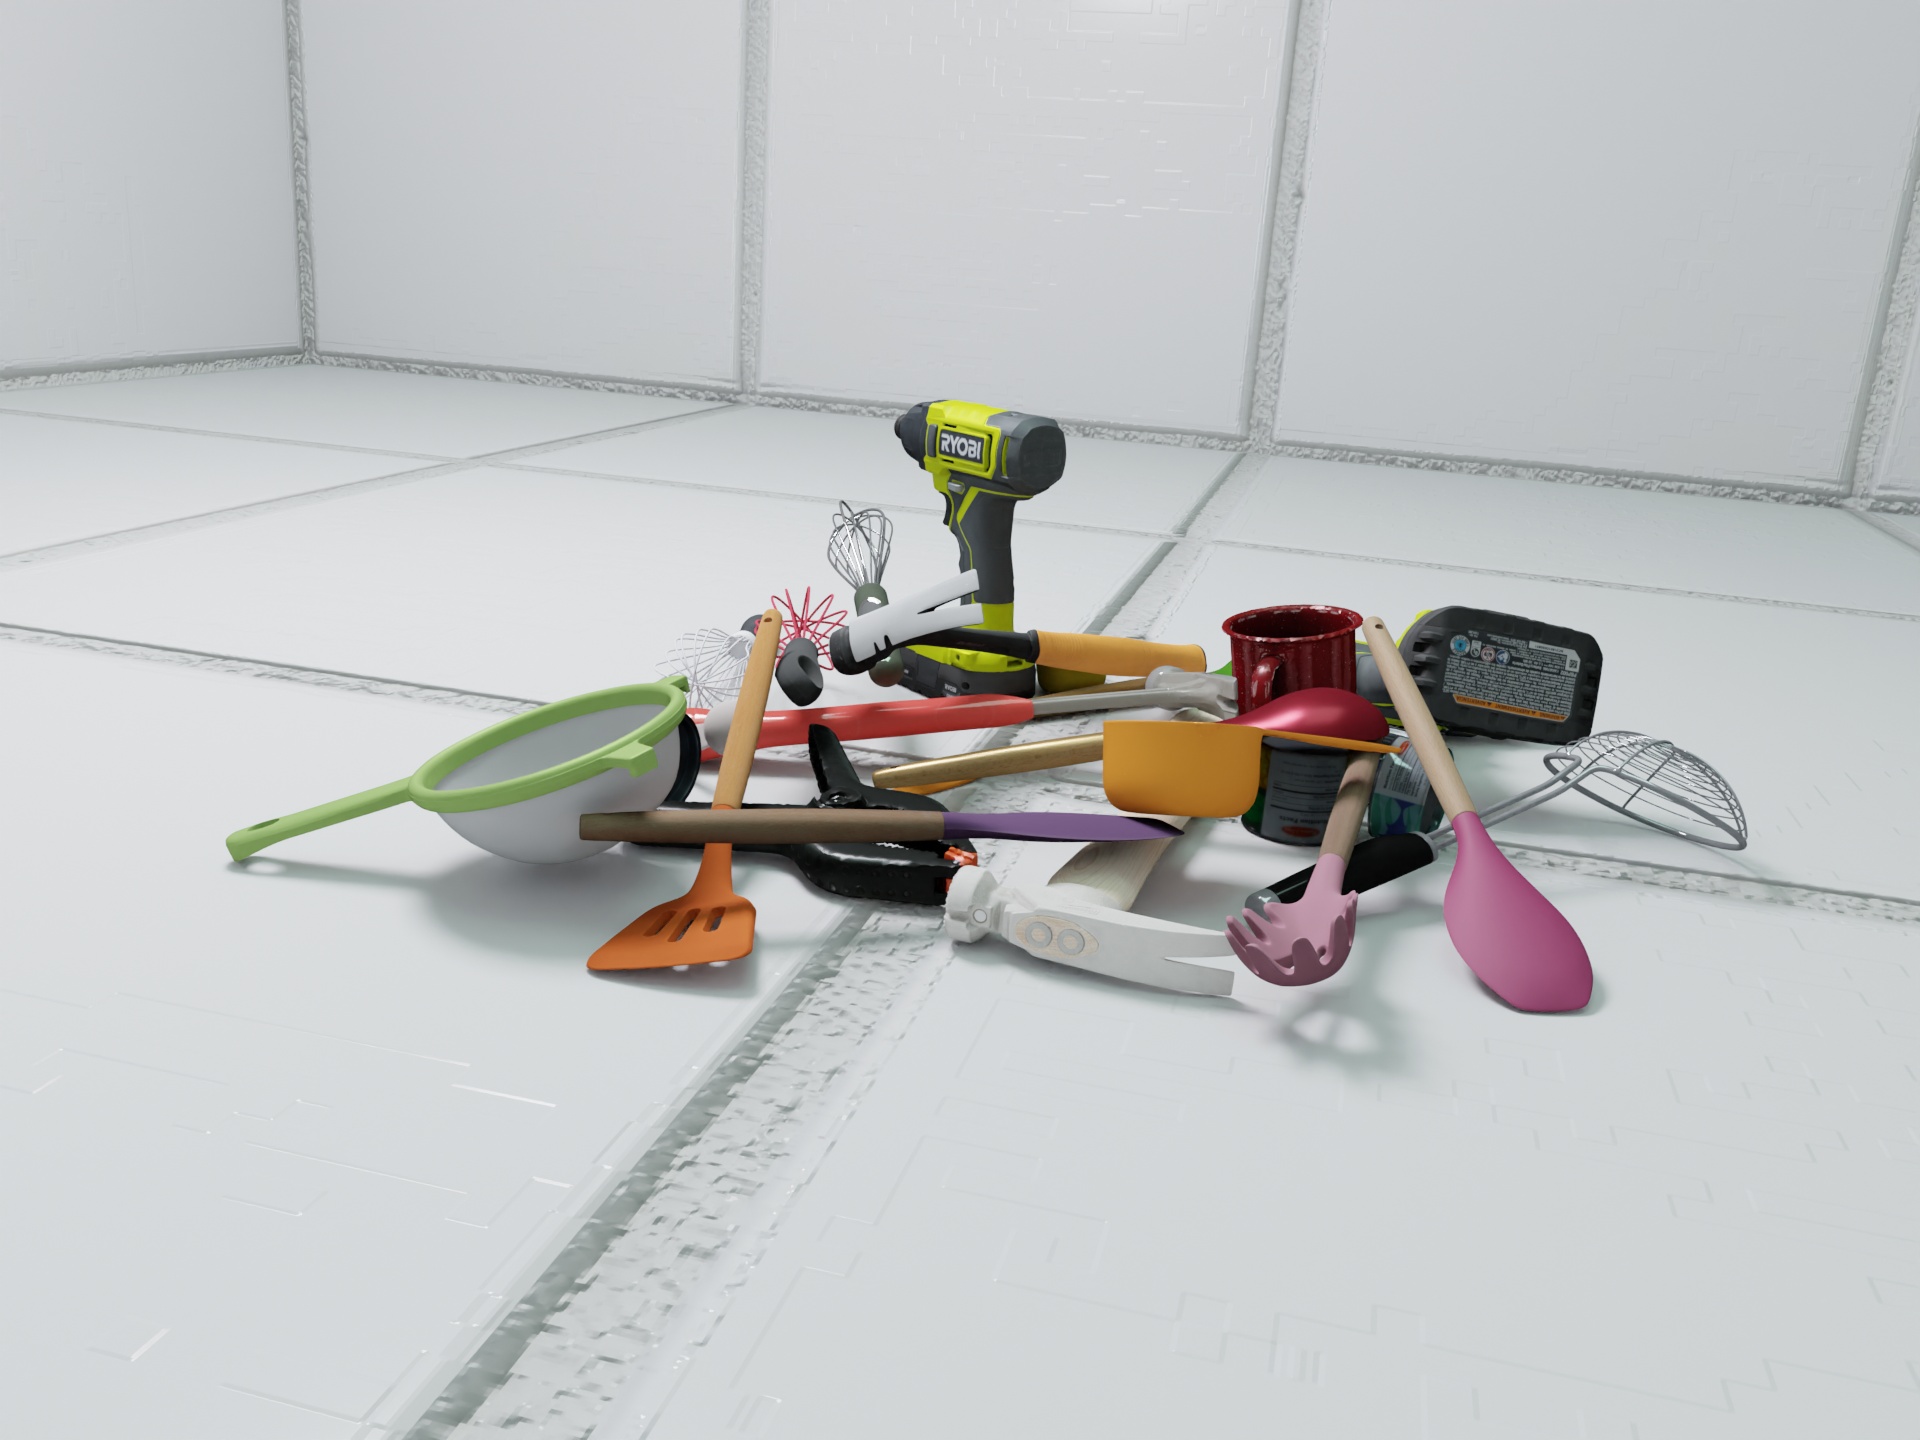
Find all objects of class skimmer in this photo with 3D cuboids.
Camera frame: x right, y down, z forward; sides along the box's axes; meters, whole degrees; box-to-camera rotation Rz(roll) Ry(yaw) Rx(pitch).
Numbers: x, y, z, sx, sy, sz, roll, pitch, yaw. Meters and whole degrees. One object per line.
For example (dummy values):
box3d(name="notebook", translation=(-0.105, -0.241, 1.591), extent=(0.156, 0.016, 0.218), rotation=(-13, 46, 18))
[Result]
box3d(name="skimmer", translation=(0.315, 0.082, 0.932), extent=(0.363, 0.090, 0.127), rotation=(-17, 22, -27))

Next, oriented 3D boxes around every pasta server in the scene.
box3d(name="pasta server", translation=(0.200, 0.059, 0.849), extent=(0.060, 0.040, 0.316), rotation=(-12, 17, 26))

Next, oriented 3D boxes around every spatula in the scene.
box3d(name="spatula", translation=(-0.034, 0.055, 0.819), extent=(0.315, 0.018, 0.060), rotation=(1, 8, -15))
box3d(name="spatula", translation=(-0.128, 0.028, 0.876), extent=(0.081, 0.041, 0.323), rotation=(-5, 38, 8))

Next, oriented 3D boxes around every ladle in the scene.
box3d(name="ladle", translation=(0.101, 0.014, 0.971), extent=(0.315, 0.031, 0.069), rotation=(-8, 15, 6))

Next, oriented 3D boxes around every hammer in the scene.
box3d(name="hammer", translation=(0.128, 0.058, 0.957), extent=(0.146, 0.038, 0.410), rotation=(11, 18, 17))
box3d(name="hammer", translation=(-0.002, -0.003, 1.053), extent=(0.359, 0.036, 0.149), rotation=(-5, 6, -7))
box3d(name="hammer", translation=(0.072, -0.053, 1.111), extent=(0.127, 0.034, 0.336), rotation=(-19, -16, 41))

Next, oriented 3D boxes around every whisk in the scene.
box3d(name="whisk", translation=(-0.067, -0.096, 1.173), extent=(0.058, 0.059, 0.247), rotation=(-27, 34, 8))
box3d(name="whisk", translation=(-0.175, -0.054, 1.226), extent=(0.070, 0.070, 0.285), rotation=(5, 12, 3))
box3d(name="whisk", translation=(-0.109, -0.049, 1.101), extent=(0.073, 0.073, 0.296), rotation=(2, 11, -5))

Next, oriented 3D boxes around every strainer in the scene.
box3d(name="strainer", translation=(-0.260, 0.053, 0.849), extent=(0.256, 0.069, 0.151), rotation=(-17, 17, 2))

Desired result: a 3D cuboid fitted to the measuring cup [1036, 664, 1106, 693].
box3d(name="measuring cup", translation=(0.051, -0.039, 1.297), extent=(0.156, 0.029, 0.062), rotation=(2, 12, 40))

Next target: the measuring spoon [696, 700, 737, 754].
box3d(name="measuring spoon", translation=(-0.173, 0.011, 1.001), extent=(0.018, 0.034, 0.124), rotation=(12, -16, -35))

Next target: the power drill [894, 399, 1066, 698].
box3d(name="power drill", translation=(0.001, -0.134, 1.236), extent=(0.080, 0.223, 0.171), rotation=(-9, 21, -38))

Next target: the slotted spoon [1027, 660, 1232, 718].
box3d(name="slotted spoon", translation=(0.165, -0.028, 1.266), extent=(0.313, 0.031, 0.070), rotation=(-10, 21, -34))

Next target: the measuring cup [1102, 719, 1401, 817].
box3d(name="measuring cup", translation=(0.163, 0.031, 0.886), extent=(0.173, 0.052, 0.095), rotation=(5, -3, -10))

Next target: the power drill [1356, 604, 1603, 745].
box3d(name="power drill", translation=(0.355, -0.024, 1.132), extent=(0.190, 0.080, 0.228), rotation=(11, -2, -6))

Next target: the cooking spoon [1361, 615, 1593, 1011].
box3d(name="cooking spoon", translation=(0.275, 0.039, 0.894), extent=(0.068, 0.017, 0.319), rotation=(0, 39, -6))

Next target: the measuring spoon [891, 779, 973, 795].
box3d(name="measuring spoon", translation=(-0.024, 0.039, 1.026), extent=(0.021, 0.011, 0.117), rotation=(18, 22, 40))
